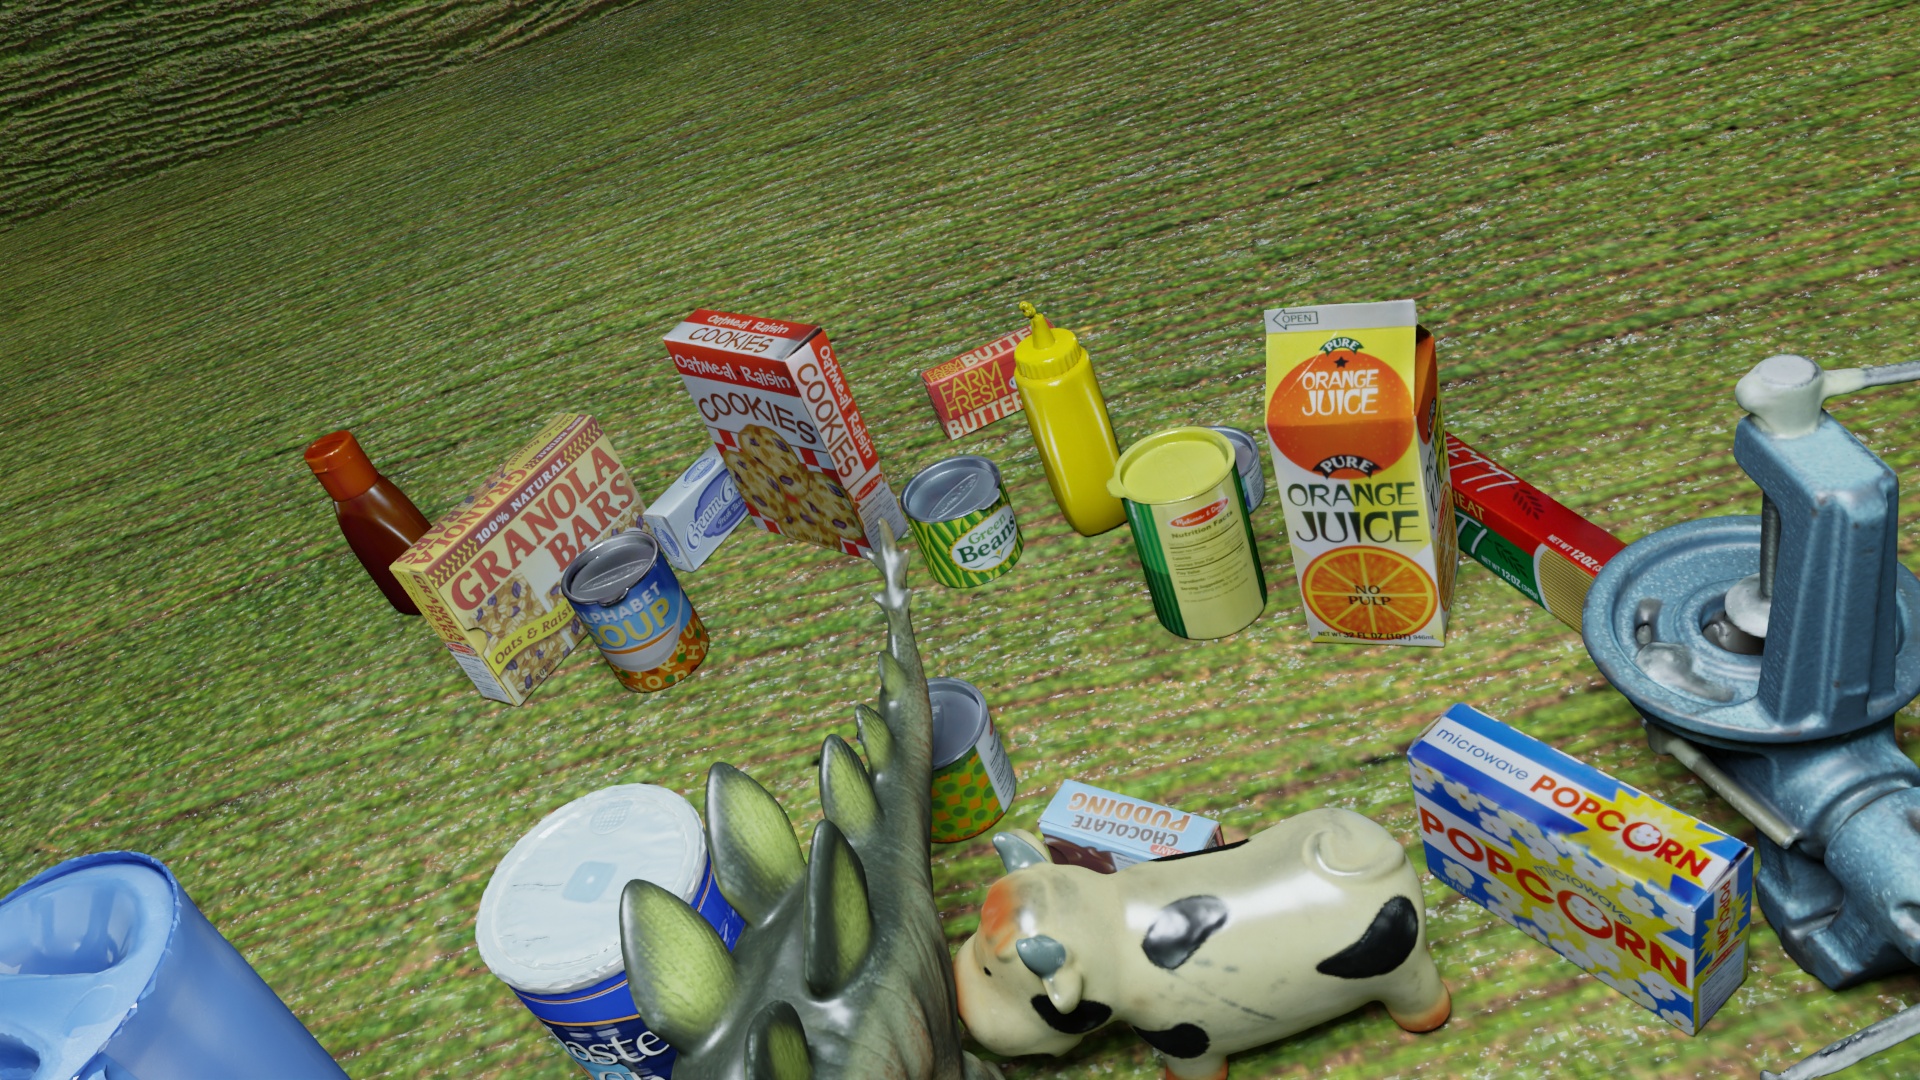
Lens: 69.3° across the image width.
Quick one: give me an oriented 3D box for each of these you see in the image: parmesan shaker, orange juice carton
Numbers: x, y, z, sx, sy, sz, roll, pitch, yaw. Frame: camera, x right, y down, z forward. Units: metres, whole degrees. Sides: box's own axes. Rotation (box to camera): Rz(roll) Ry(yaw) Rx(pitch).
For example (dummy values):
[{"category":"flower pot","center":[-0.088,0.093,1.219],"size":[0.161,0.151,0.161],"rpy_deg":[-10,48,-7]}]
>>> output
[{"category":"parmesan shaker","center":[0.127,-0.002,0.774],"size":[0.071,0.102,0.072],"rpy_deg":[-14,37,11]},{"category":"orange juice carton","center":[0.205,-0.039,0.706],"size":[0.072,0.191,0.073],"rpy_deg":[0,41,27]}]

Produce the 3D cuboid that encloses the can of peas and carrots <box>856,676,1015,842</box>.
[{"category":"can of peas and carrots","center":[-0.012,0.116,0.729],"size":[0.071,0.058,0.071],"rpy_deg":[-14,37,11]}]

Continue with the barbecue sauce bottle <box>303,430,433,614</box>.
[{"category":"barbecue sauce bottle","center":[-0.426,-0.012,1.024],"size":[0.065,0.148,0.044],"rpy_deg":[-6,39,20]}]

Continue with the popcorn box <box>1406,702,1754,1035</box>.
[{"category":"popcorn box","center":[0.246,0.129,0.561],"size":[0.038,0.085,0.127],"rpy_deg":[-37,39,-20]}]

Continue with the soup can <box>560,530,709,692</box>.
[{"category":"soup can","center":[-0.208,0.048,0.892],"size":[0.071,0.083,0.072],"rpy_deg":[-14,37,11]}]

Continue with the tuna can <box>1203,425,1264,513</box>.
[{"category":"tuna can","center":[0.153,-0.039,0.867],"size":[0.071,0.032,0.071],"rpy_deg":[-14,37,10]}]

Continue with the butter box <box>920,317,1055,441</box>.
[{"category":"butter box","center":[0.027,-0.117,1.014],"size":[0.103,0.053,0.024],"rpy_deg":[-24,36,-4]}]

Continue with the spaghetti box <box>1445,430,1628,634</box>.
[{"category":"spaghetti box","center":[0.280,-0.024,0.770],"size":[0.029,0.050,0.251],"rpy_deg":[-28,36,-8]}]

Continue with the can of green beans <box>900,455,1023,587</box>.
[{"category":"can of green beans","center":[0.002,-0.012,0.887],"size":[0.071,0.057,0.071],"rpy_deg":[-14,37,11]}]

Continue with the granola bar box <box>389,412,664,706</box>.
[{"category":"granola bar box","center":[-0.286,0.011,0.946],"size":[0.039,0.123,0.166],"rpy_deg":[8,45,34]}]

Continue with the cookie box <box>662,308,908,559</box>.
[{"category":"cookie box","center":[-0.115,-0.071,0.929],"size":[0.123,0.166,0.040],"rpy_deg":[15,49,39]}]

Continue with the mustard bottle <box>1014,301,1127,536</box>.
[{"category":"mustard bottle","center":[0.066,-0.079,0.854],"size":[0.049,0.159,0.065],"rpy_deg":[-22,36,-1]}]

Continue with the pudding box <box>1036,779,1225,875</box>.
[{"category":"pudding box","center":[0.082,0.147,0.650],"size":[0.084,0.049,0.030],"rpy_deg":[9,46,35]}]

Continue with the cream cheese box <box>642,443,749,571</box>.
[{"category":"cream cheese box","center":[-0.179,-0.031,1.005],"size":[0.024,0.053,0.104],"rpy_deg":[9,46,35]}]
